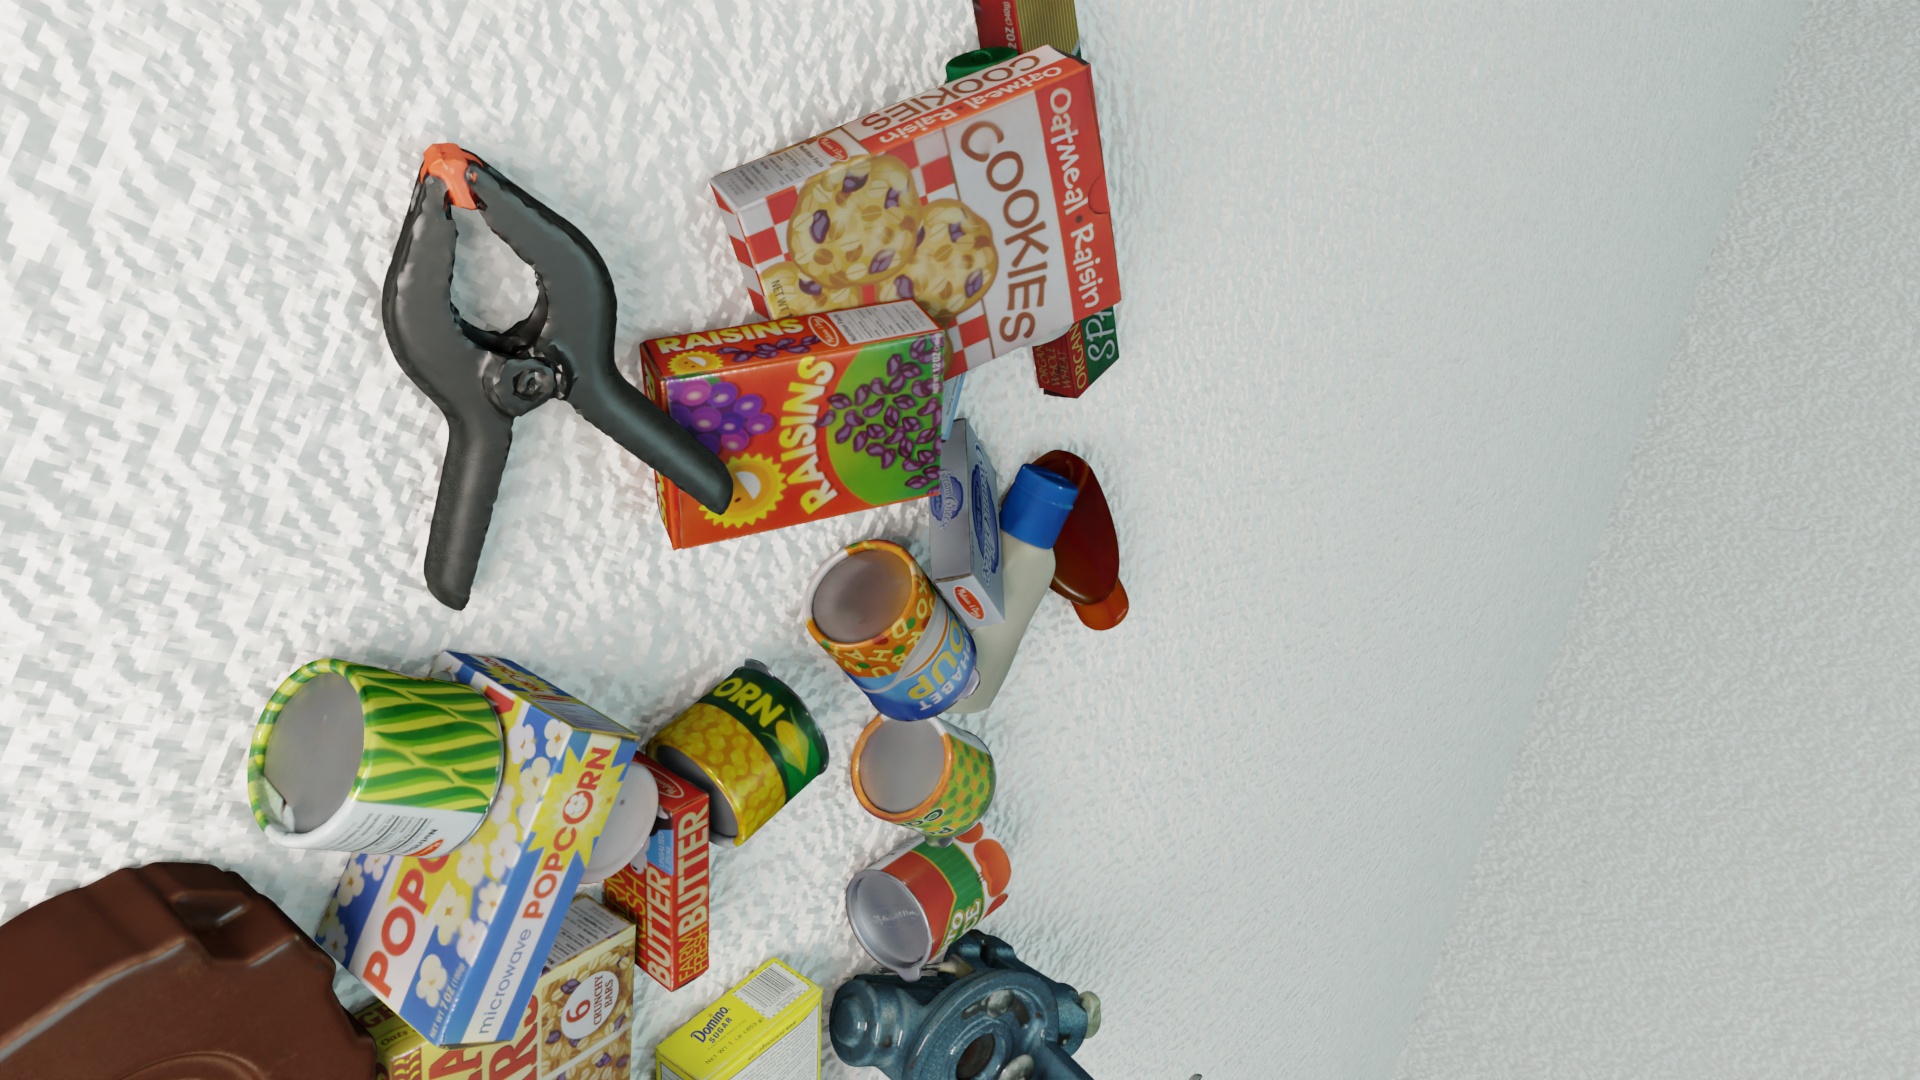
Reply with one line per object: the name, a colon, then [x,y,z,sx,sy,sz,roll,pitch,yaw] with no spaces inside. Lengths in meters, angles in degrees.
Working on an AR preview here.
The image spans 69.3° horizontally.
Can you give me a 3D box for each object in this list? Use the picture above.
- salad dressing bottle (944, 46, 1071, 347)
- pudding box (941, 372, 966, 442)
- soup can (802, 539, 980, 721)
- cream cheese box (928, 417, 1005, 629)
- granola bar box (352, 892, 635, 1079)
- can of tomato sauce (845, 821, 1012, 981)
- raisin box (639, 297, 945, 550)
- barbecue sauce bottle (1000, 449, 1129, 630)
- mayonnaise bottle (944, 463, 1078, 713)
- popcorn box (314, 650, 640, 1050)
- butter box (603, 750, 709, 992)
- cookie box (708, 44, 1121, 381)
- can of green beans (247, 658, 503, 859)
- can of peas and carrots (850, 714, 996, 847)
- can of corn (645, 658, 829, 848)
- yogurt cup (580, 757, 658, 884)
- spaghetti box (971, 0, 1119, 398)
salad dressing bottle: [0.024,-0.174,0.710,0.064,0.044,0.147,-101,177,-58]
pudding box: [-0.020,-0.094,0.710,0.050,0.030,0.083,2,105,-54]
soup can: [-0.034,0.048,0.729,0.071,0.071,0.083,-57,145,-18]
cream cheese box: [0.003,-0.009,0.746,0.053,0.024,0.104,57,25,-52]
granola bar box: [-0.207,0.258,0.622,0.125,0.039,0.164,-20,123,-51]
can of tomato sauce: [-0.017,0.215,0.845,0.083,0.071,0.071,-23,125,-49]
raisin box: [-0.070,-0.051,0.600,0.124,0.040,0.085,-13,129,-21]
barbecue sauce bottle: [0.074,0.008,0.888,0.065,0.044,0.148,-49,143,-14]
mayonnaise bottle: [0.021,0.028,0.801,0.065,0.041,0.147,8,111,-51]
popcorn box: [-0.186,0.116,0.533,0.038,0.085,0.126,27,85,-56]
butter box: [-0.142,0.153,0.646,0.024,0.053,0.103,-22,125,-46]
cookie box: [-0.013,-0.133,0.626,0.168,0.040,0.122,-26,132,-12]
can of green beans: [-0.209,0.079,0.498,0.058,0.071,0.071,27,84,-56]
can of peas and carrots: [-0.022,0.136,0.797,0.058,0.071,0.071,38,76,-55]
can of corn: [-0.107,0.101,0.658,0.058,0.071,0.070,-40,137,-37]
yogurt cup: [-0.166,0.109,0.588,0.073,0.054,0.072,-30,130,-44]
spaghetti box: [0.051,-0.190,0.762,0.050,0.029,0.248,-45,140,-31]
